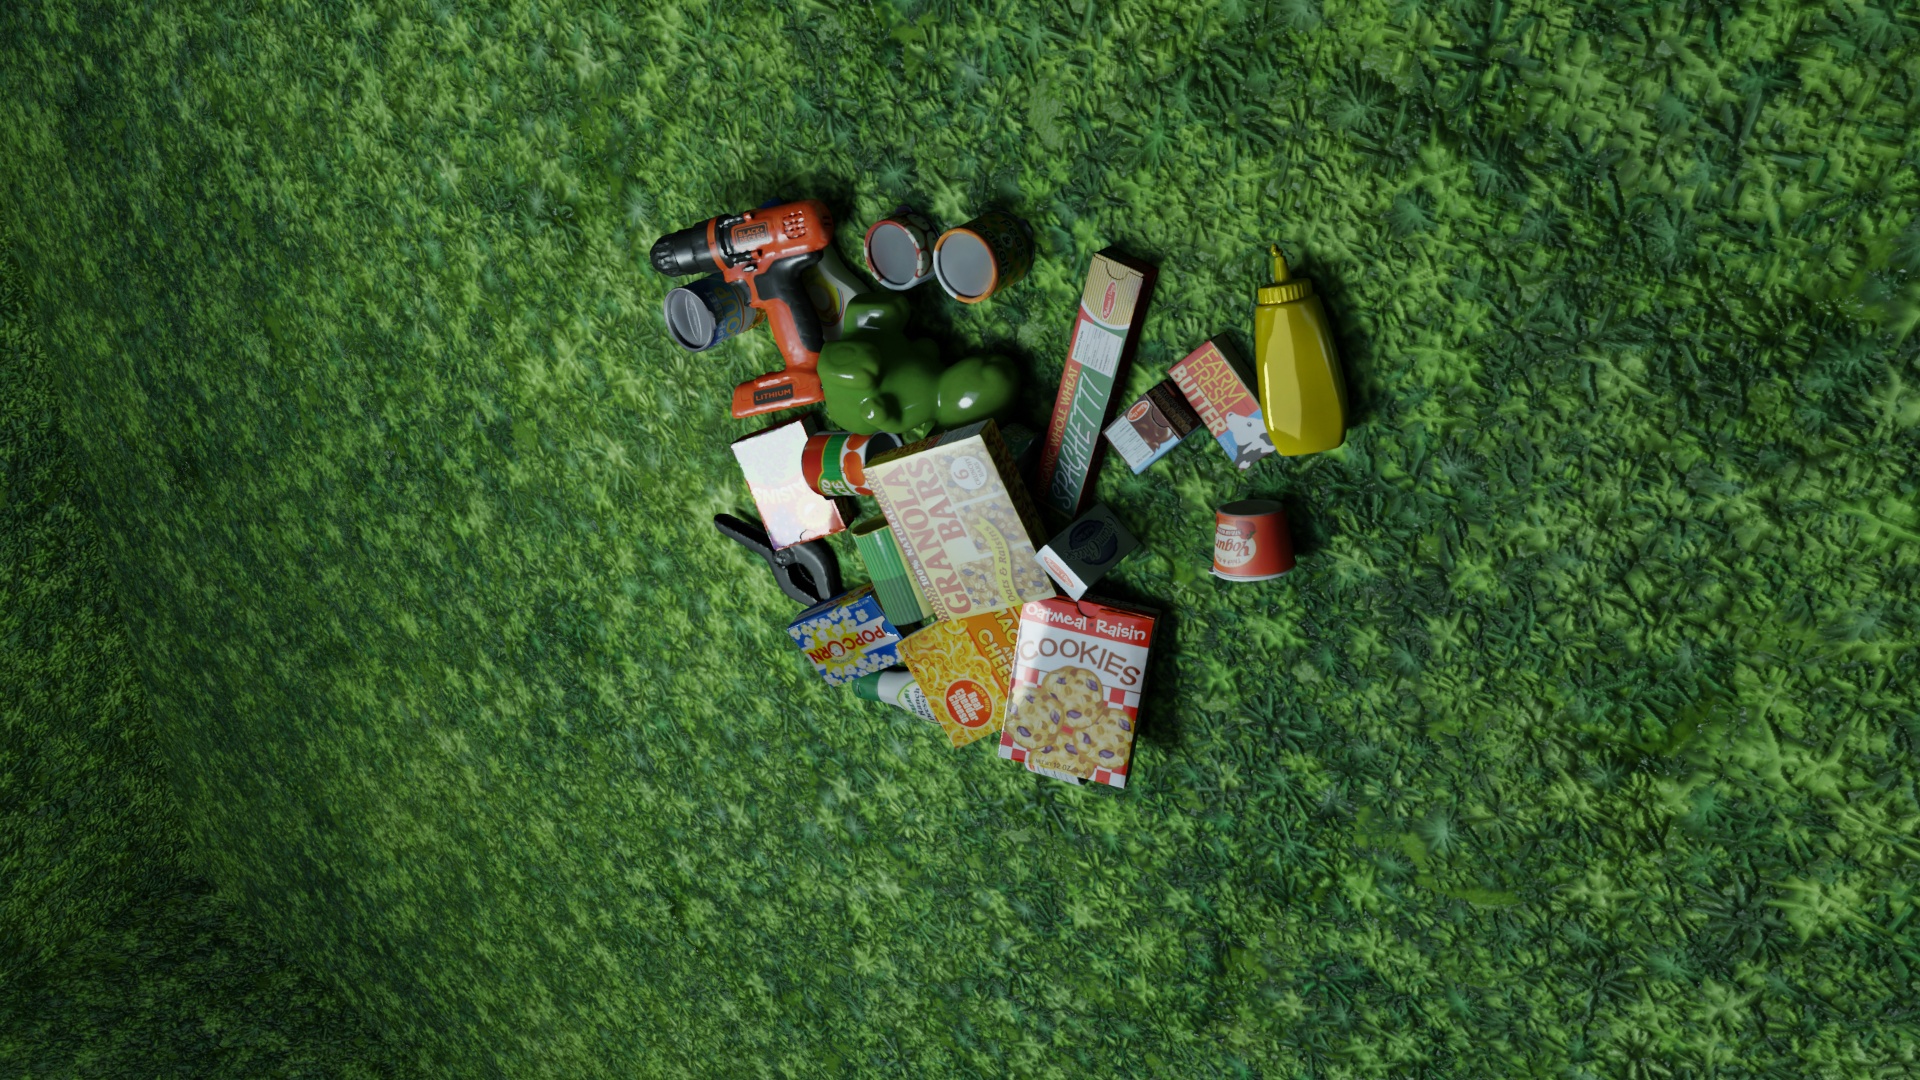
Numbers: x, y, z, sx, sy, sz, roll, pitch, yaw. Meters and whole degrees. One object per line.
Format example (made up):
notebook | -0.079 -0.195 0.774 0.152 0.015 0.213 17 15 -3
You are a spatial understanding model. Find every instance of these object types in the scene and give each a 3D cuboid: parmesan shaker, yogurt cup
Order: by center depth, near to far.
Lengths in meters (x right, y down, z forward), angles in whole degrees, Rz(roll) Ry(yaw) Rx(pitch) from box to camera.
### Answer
yogurt cup | 0.240 -0.002 1.139 0.072 0.073 0.053 4 109 37
parmesan shaker | -0.062 0.027 1.393 0.071 0.072 0.103 -9 108 42

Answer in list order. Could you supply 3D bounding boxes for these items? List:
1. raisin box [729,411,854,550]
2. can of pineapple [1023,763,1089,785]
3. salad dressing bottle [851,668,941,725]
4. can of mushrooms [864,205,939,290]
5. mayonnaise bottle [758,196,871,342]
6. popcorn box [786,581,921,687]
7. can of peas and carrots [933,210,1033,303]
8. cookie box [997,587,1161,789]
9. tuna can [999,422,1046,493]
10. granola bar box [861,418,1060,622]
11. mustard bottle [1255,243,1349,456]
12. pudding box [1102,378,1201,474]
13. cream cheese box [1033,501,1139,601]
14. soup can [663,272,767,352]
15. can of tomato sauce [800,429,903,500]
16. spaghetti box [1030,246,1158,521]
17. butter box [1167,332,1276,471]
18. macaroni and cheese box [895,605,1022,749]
raisin box | -0.172 -0.060 1.435 0.086 0.040 0.123 -17 104 17
can of pineapple | 0.102 0.200 1.362 0.058 0.071 0.070 12 121 27
salad dressing bottle | -0.050 0.160 1.478 0.147 0.044 0.064 4 116 38
can of mushrooms | -0.053 -0.262 1.248 0.071 0.033 0.070 20 126 30
mayonnaise bottle | -0.140 -0.256 1.316 0.064 0.041 0.148 -38 88 37
popcorn box | -0.111 0.099 1.472 0.126 0.038 0.085 -23 110 34
can of peas and carrots | 0.021 -0.242 1.182 0.071 0.059 0.070 19 125 30
cookie box | 0.109 0.132 1.282 0.123 0.040 0.167 12 104 14
tuna can | 0.049 -0.073 1.249 0.033 0.071 0.070 30 130 23
granola bar box | 0.004 -0.015 1.232 0.124 0.039 0.165 -15 113 28
mustard bottle | 0.254 -0.146 1.052 0.065 0.049 0.159 -7 104 18
pudding box | 0.159 -0.093 1.159 0.049 0.030 0.083 53 153 4
cream cheese box | 0.112 0.009 1.219 0.053 0.104 0.024 47 130 6
soup can | -0.240 -0.231 1.382 0.071 0.084 0.071 19 125 30
can of tomato sauce | -0.105 -0.075 1.372 0.083 0.071 0.071 0 114 38
spaghetti box | 0.111 -0.130 1.193 0.050 0.029 0.248 30 130 22
butter box | 0.219 -0.112 1.120 0.103 0.024 0.053 54 134 1
macaroni and cheese box | 0.035 0.116 1.359 0.166 0.040 0.123 -29 92 30
